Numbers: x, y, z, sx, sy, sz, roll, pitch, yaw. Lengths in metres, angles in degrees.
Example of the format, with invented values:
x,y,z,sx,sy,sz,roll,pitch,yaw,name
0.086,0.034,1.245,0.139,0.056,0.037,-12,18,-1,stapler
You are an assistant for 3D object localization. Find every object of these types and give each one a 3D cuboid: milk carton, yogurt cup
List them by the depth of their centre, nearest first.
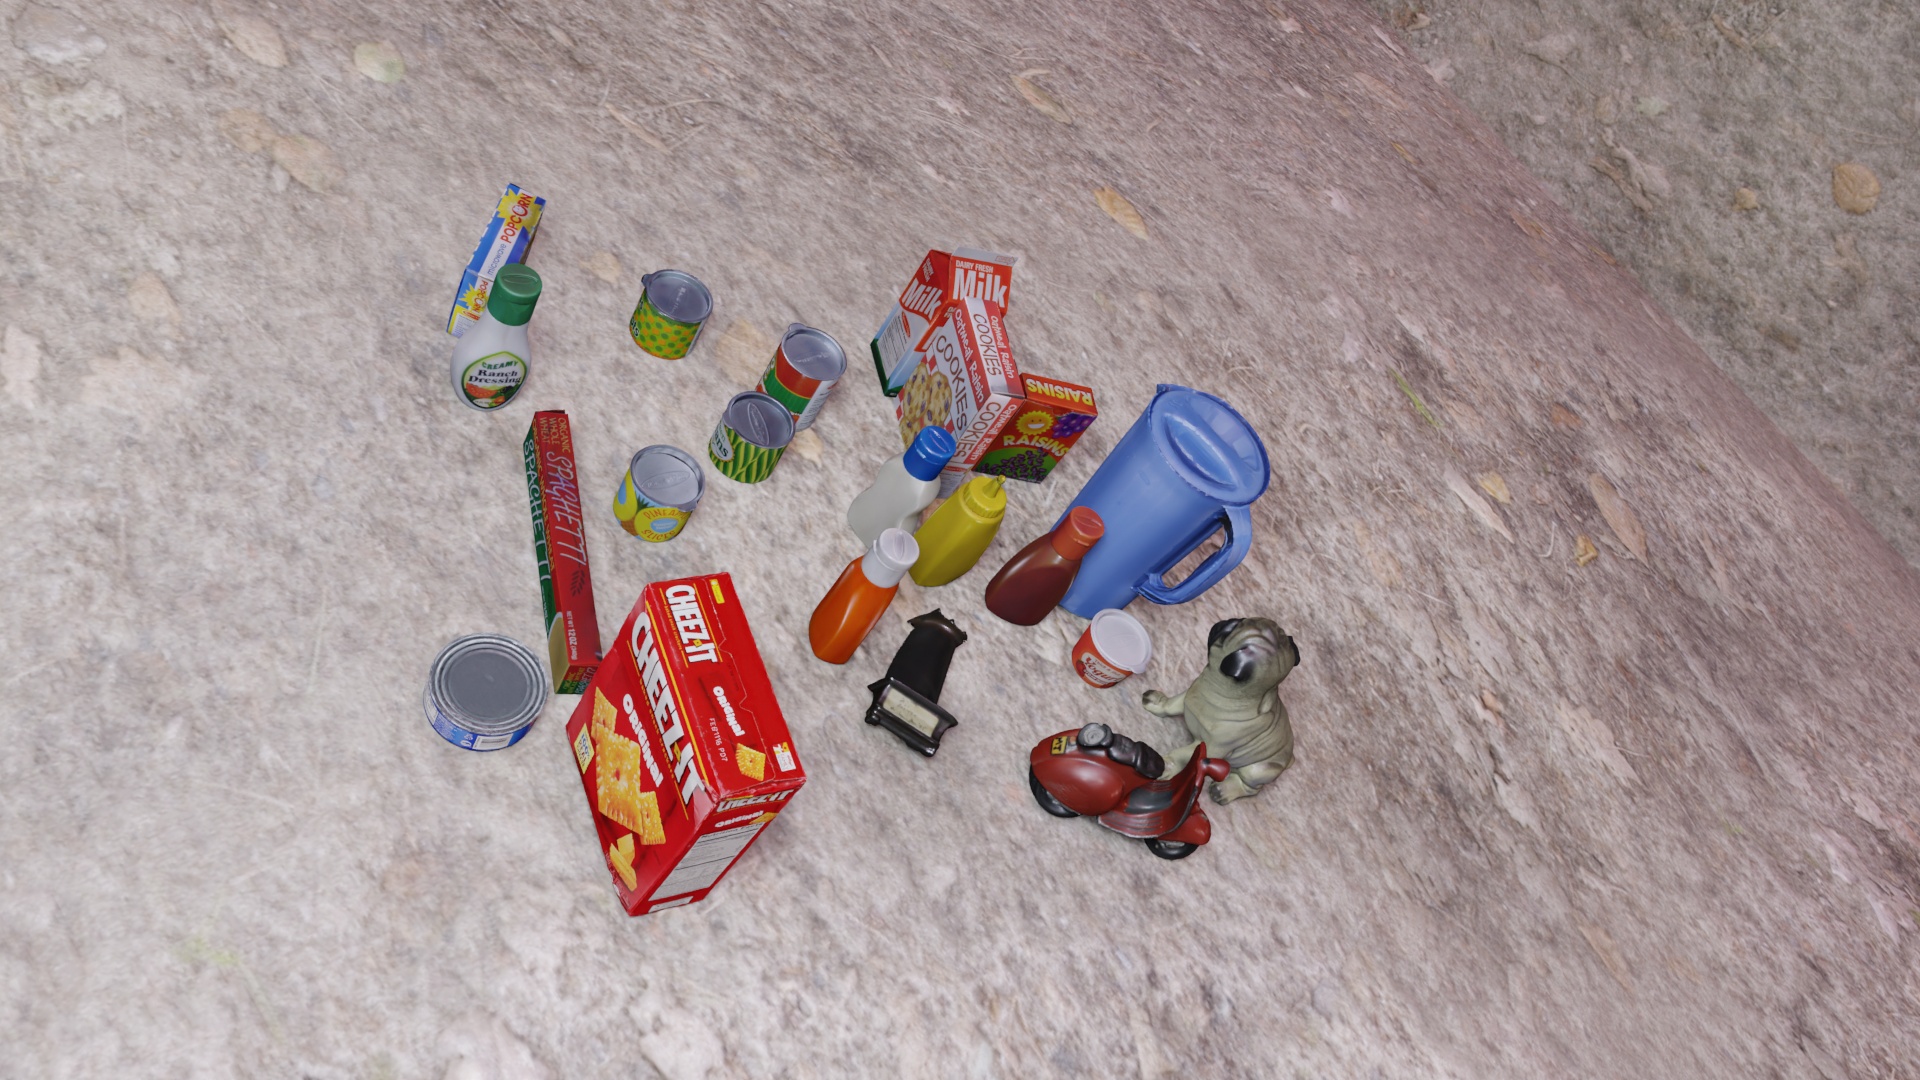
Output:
x,y,z,sx,sy,sz,roll,pitch,yaw,name
0.144,0.107,1.343,0.072,0.053,0.073,17,49,-21,yogurt cup
-0.016,-0.228,1.409,0.072,0.189,0.074,4,55,-30,milk carton

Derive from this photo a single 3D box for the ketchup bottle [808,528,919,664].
x,y,z,sx,sy,sz,roll,pitch,yaw,name
-0.083,0.044,1.182,0.043,0.148,0.065,16,49,-22,ketchup bottle

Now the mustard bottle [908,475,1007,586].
x,y,z,sx,sy,sz,roll,pitch,yaw,name
0.005,-0.016,1.277,0.065,0.159,0.049,-9,62,-37,mustard bottle

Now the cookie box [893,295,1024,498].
x,y,z,sx,sy,sz,roll,pitch,yaw,name
-0.004,-0.138,1.363,0.040,0.166,0.123,5,54,-29,cookie box

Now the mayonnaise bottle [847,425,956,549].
x,y,z,sx,sy,sz,roll,pitch,yaw,name
-0.051,-0.047,1.275,0.041,0.147,0.065,-30,75,-43,mayonnaise bottle

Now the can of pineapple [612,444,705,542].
x,y,z,sx,sy,sz,roll,pitch,yaw,name
-0.260,-0.039,1.200,0.071,0.057,0.071,17,49,-21,can of pineapple

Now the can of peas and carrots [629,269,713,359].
x,y,z,sx,sy,sz,roll,pitch,yaw,name
-0.279,-0.216,1.327,0.071,0.058,0.071,17,49,-21,can of peas and carrots

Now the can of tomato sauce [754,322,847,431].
x,y,z,sx,sy,sz,roll,pitch,yaw,name
-0.157,-0.156,1.339,0.071,0.082,0.071,17,49,-21,can of tomato sauce

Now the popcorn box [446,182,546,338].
x,y,z,sx,sy,sz,roll,pitch,yaw,name
-0.416,-0.247,1.246,0.038,0.084,0.127,22,47,-17,popcorn box

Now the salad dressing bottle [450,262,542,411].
x,y,z,sx,sy,sz,roll,pitch,yaw,name
-0.385,-0.169,1.160,0.064,0.147,0.044,-2,58,-33,salad dressing bottle

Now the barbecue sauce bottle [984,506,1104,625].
x,y,z,sx,sy,sz,roll,pitch,yaw,name
0.082,0.024,1.303,0.065,0.147,0.044,20,48,-18,barbecue sauce bottle

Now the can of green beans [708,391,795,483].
x,y,z,sx,sy,sz,roll,pitch,yaw,name
-0.194,-0.095,1.286,0.071,0.057,0.071,17,49,-21,can of green beans

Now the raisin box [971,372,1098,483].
x,y,z,sx,sy,sz,roll,pitch,yaw,name
0.072,-0.113,1.421,0.086,0.122,0.040,10,52,-26,raisin box

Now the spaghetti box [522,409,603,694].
x,y,z,sx,sy,sz,roll,pitch,yaw,name
-0.325,0.005,1.131,0.029,0.050,0.251,3,55,-31,spaghetti box
